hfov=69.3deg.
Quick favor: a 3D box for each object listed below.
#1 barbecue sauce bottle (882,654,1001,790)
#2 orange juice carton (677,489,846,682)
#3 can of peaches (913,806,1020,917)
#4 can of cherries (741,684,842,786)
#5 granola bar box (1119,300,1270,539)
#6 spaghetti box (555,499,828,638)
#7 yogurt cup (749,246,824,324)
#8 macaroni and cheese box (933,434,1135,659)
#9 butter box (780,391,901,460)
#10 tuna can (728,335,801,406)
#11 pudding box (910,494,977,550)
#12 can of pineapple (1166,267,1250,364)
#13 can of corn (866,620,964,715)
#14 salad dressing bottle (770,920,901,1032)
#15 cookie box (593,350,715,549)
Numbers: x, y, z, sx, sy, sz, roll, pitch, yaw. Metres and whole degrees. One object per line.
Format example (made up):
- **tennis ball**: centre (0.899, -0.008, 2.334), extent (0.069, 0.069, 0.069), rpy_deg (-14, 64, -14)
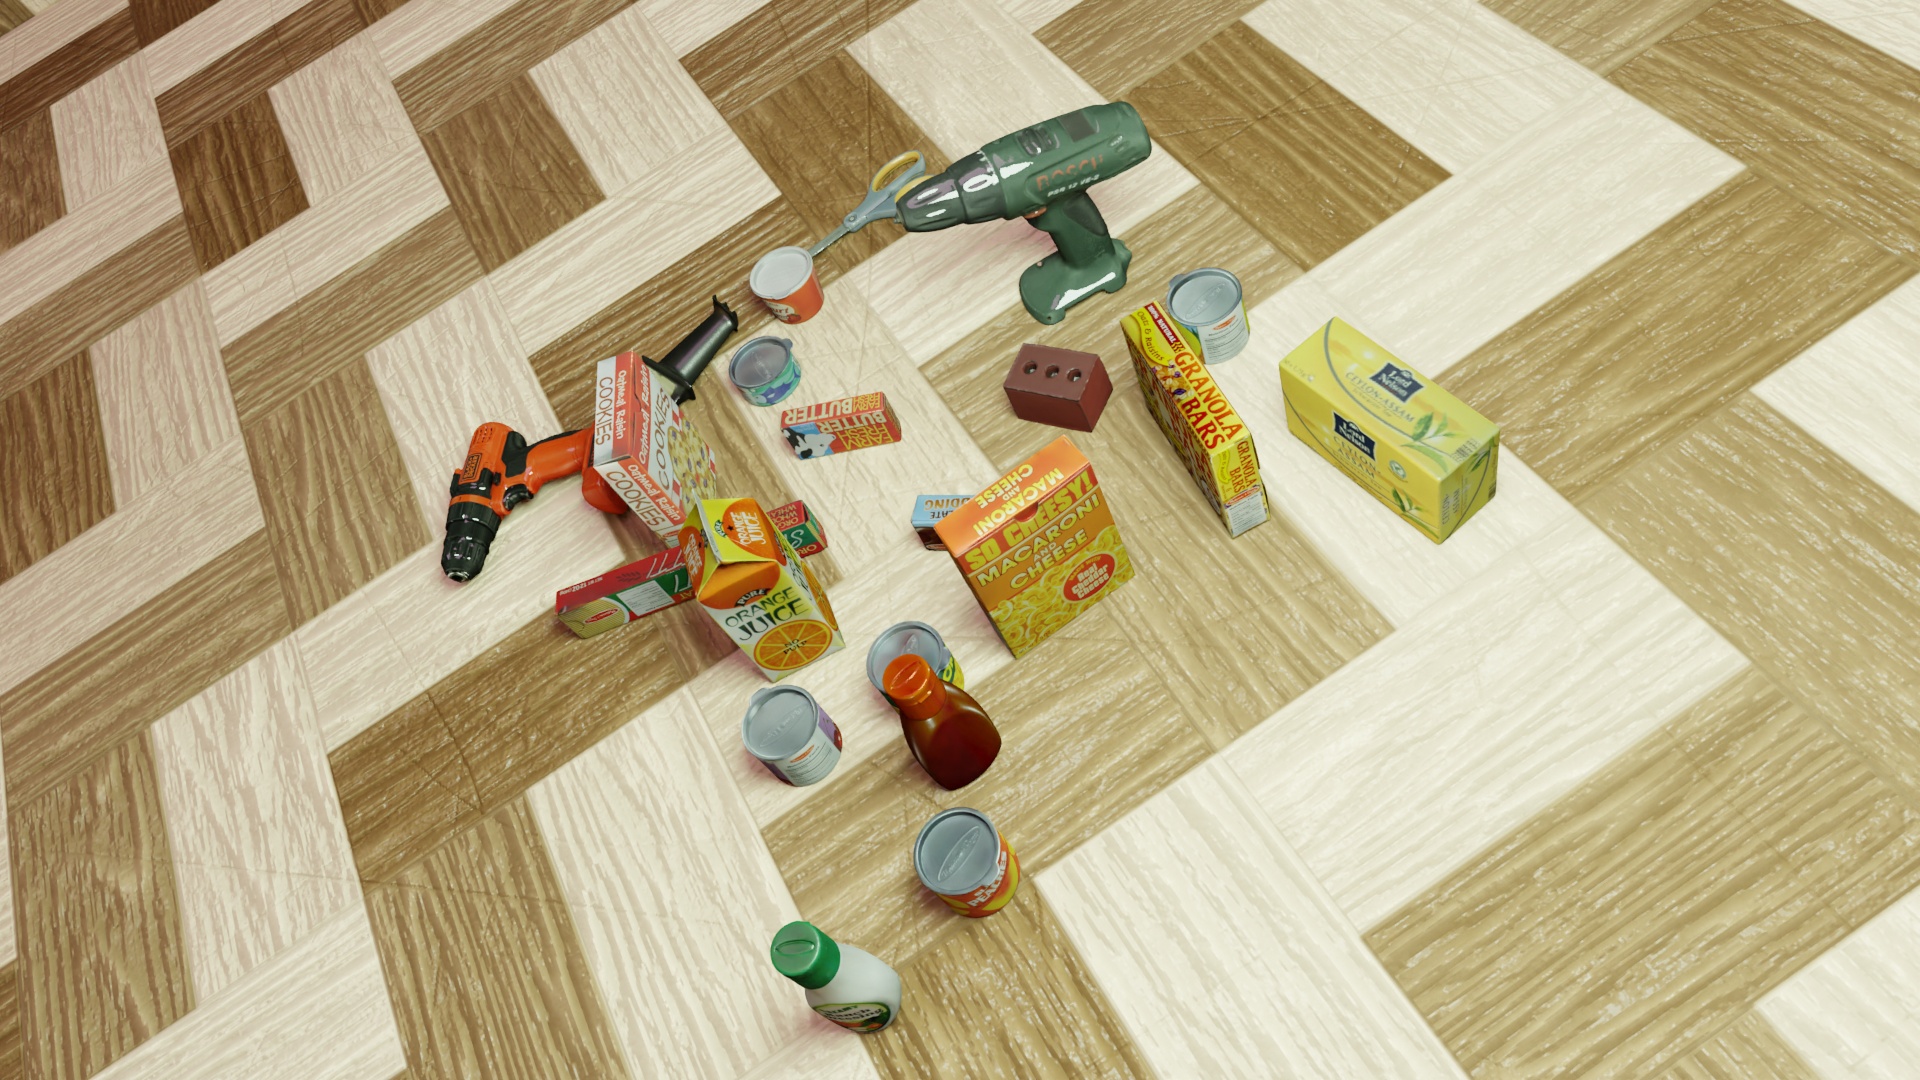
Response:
- **barbecue sauce bottle**: centre (-0.017, 0.134, 1.045), extent (0.065, 0.148, 0.044), rpy_deg (-42, 54, -9)
- **orange juice carton**: centre (-0.169, 0.033, 1.139), extent (0.073, 0.192, 0.072), rpy_deg (-27, 53, 2)
- **can of peaches**: centre (0.007, 0.239, 1.024), extent (0.071, 0.058, 0.071), rpy_deg (-10, 56, 14)
- **can of cherries**: centre (-0.137, 0.157, 1.130), extent (0.071, 0.058, 0.072), rpy_deg (-10, 56, 14)
- **granola bar box**: centre (0.192, -0.100, 1.136), extent (0.039, 0.123, 0.166), rpy_deg (-28, 53, 2)
- **spaghetti box**: centre (-0.243, 0.027, 1.260), extent (0.250, 0.050, 0.029), rpy_deg (-20, 54, 7)
- **yogurt cup**: centre (-0.174, -0.258, 1.418), extent (0.072, 0.053, 0.073), rpy_deg (-10, 56, 14)
- **macaroni and cheese box**: centre (0.063, 0.009, 1.086), extent (0.124, 0.165, 0.040), rpy_deg (-35, 54, -4)
- **butter box**: centre (-0.111, -0.107, 1.296), extent (0.103, 0.053, 0.024), rpy_deg (-10, 56, 14)
- **tuna can**: centre (-0.191, -0.169, 1.379), extent (0.071, 0.032, 0.071), rpy_deg (-9, 56, 14)
- **pudding box**: centre (0.004, -0.015, 1.196), extent (0.083, 0.049, 0.030), rpy_deg (0, 59, 20)
- **can of pineapple**: centre (0.220, -0.200, 1.233), extent (0.071, 0.057, 0.071), rpy_deg (-10, 56, 14)
- **can of corn**: centre (-0.033, 0.108, 1.125), extent (0.071, 0.058, 0.071), rpy_deg (-10, 56, 14)
- **salad dressing bottle**: centre (-0.087, 0.302, 0.962), extent (0.064, 0.147, 0.044), rpy_deg (-9, 56, 15)
- **cookie box**: centre (-0.274, -0.074, 1.263), extent (0.040, 0.166, 0.123), rpy_deg (-16, 54, 10)
